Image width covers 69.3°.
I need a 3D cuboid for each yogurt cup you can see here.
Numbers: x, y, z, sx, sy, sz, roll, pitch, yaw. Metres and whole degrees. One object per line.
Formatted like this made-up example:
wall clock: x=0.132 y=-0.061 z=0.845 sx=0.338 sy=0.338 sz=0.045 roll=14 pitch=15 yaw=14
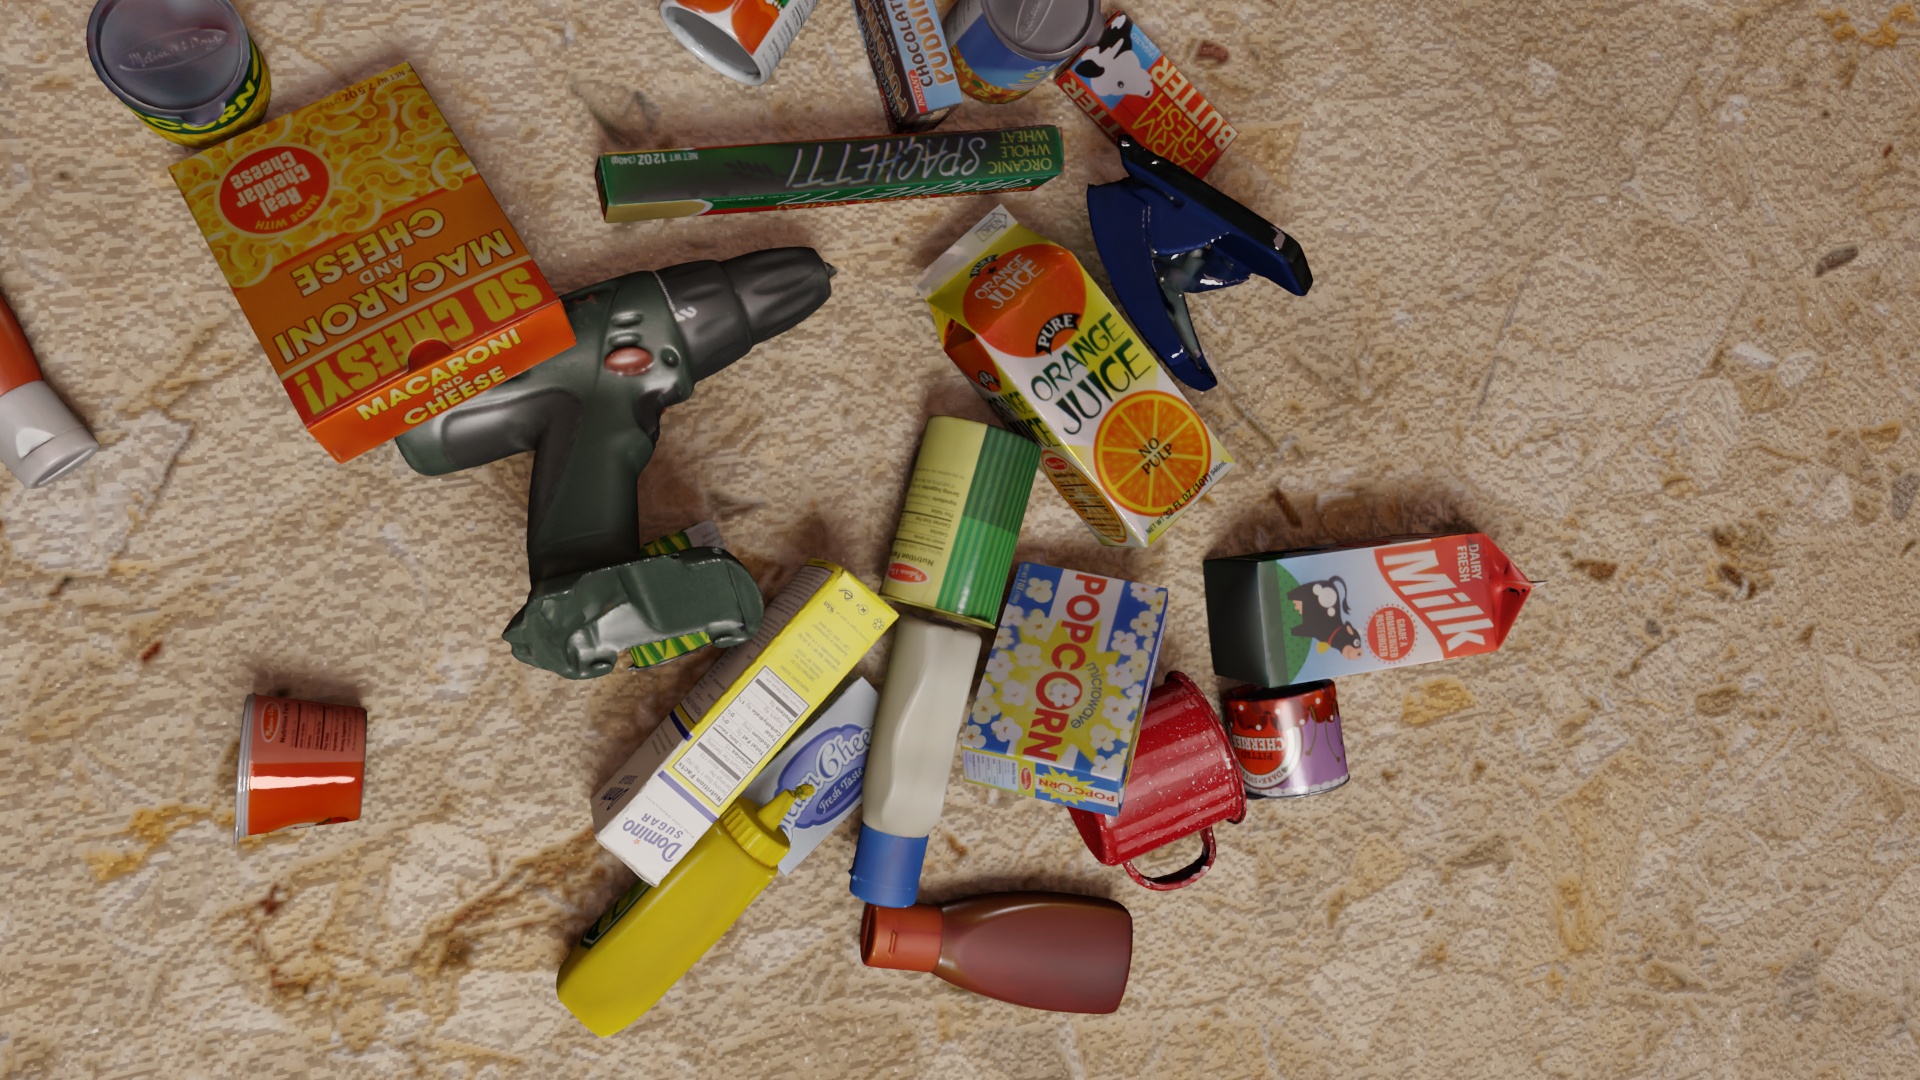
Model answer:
yogurt cup: x=-0.316 y=0.107 z=0.667 sx=0.054 sy=0.072 sz=0.072 roll=4 pitch=89 yaw=-24

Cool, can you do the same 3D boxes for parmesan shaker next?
parmesan shaker: x=0.003 y=-0.009 z=0.756 sx=0.071 sy=0.071 sz=0.103 roll=17 pitch=85 yaw=-16

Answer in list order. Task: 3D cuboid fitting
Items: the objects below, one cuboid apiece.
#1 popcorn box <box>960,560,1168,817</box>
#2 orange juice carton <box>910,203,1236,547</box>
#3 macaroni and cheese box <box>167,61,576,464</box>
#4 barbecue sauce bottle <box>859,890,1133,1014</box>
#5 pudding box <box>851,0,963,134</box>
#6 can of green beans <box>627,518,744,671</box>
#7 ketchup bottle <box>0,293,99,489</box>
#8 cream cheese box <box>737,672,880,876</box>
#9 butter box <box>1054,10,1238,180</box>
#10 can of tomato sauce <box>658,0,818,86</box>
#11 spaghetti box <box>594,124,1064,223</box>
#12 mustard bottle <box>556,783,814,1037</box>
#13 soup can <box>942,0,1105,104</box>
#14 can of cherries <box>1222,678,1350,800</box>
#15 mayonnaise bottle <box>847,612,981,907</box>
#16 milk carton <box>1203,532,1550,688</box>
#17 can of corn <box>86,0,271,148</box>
popcorn box: x=0.058 y=0.076 z=0.743 sx=0.085 sy=0.038 sz=0.127 roll=11 pitch=52 yaw=12
orange juice carton: x=0.058 y=-0.090 z=0.771 sx=0.072 sy=0.073 sz=0.192 roll=-42 pitch=100 yaw=-11
macaroni and cheese box: x=-0.277 y=-0.134 z=0.653 sx=0.124 sy=0.040 sz=0.167 roll=-31 pitch=70 yaw=-14
barbecue sauce bottle: x=0.020 y=0.226 z=0.775 sx=0.149 sy=0.043 sz=0.065 roll=10 pitch=87 yaw=-15
pudding box: x=-0.030 y=-0.269 z=0.758 sx=0.030 sy=0.049 sz=0.083 roll=-18 pitch=96 yaw=-17
can of green beans: x=-0.147 y=0.027 z=0.714 sx=0.071 sy=0.071 sz=0.057 roll=-24 pitch=96 yaw=-15
ketchup bottle: x=-0.462 y=-0.092 z=0.635 sx=0.065 sy=0.043 sz=0.148 roll=-40 pitch=101 yaw=-13
cream cheese box: x=-0.076 y=0.126 z=0.757 sx=0.104 sy=0.024 sz=0.053 roll=-44 pitch=100 yaw=-12
butter box: x=0.110 y=-0.252 z=0.812 sx=0.103 sy=0.024 sz=0.053 roll=43 pitch=78 yaw=-12
can of tomato sauce: x=-0.110 y=-0.293 z=0.727 sx=0.071 sy=0.071 sz=0.083 roll=32 pitch=82 yaw=-14
spaghetti box: x=-0.067 y=-0.198 z=0.747 sx=0.251 sy=0.050 sz=0.028 roll=-8 pitch=95 yaw=-16
mustard bottle: x=-0.135 y=0.178 z=0.708 sx=0.160 sy=0.065 sz=0.049 roll=-45 pitch=98 yaw=-1
soup can: x=0.033 y=-0.280 z=0.759 sx=0.071 sy=0.083 sz=0.071 roll=0 pitch=91 yaw=-16
can of cherries: x=0.188 y=0.115 z=0.811 sx=0.071 sy=0.071 sz=0.058 roll=-10 pitch=93 yaw=-16
mayonnaise bottle: x=-0.026 y=0.114 z=0.727 sx=0.041 sy=0.065 sz=0.148 roll=12 pitch=90 yaw=-19
milk carton: x=0.249 y=0.036 z=0.827 sx=0.191 sy=0.072 sz=0.073 roll=-7 pitch=92 yaw=-16
can of corn: x=-0.365 y=-0.222 z=0.655 sx=0.071 sy=0.058 sz=0.071 roll=0 pitch=90 yaw=-16
